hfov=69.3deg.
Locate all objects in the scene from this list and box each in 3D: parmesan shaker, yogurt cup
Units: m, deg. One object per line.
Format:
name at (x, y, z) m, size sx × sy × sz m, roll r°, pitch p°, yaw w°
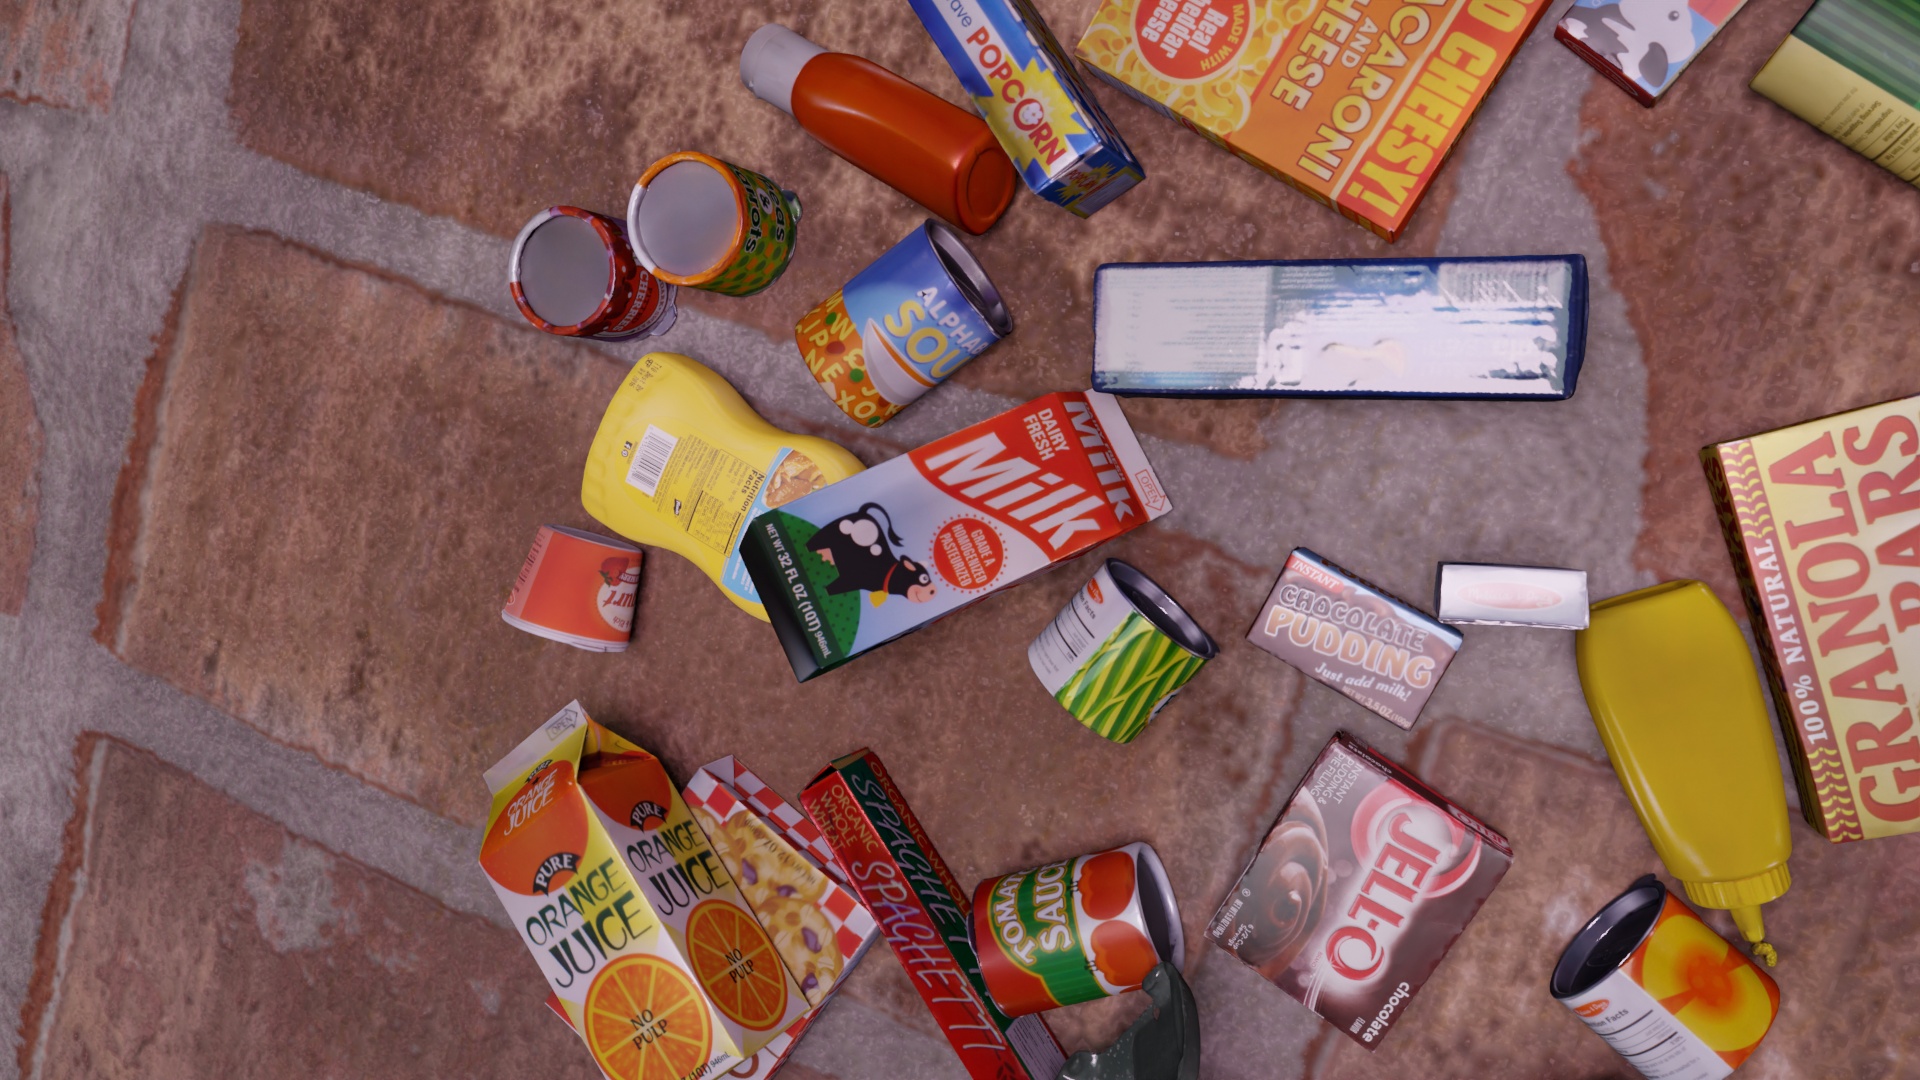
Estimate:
parmesan shaker at (0.368, -0.176, 0.526) m, size 0.103 × 0.071 × 0.071 m, roll 39°, pitch 105°, yaw 13°
yogurt cup at (-0.202, 0.024, 0.737) m, size 0.072 × 0.072 × 0.054 m, roll 17°, pitch 91°, yaw 17°

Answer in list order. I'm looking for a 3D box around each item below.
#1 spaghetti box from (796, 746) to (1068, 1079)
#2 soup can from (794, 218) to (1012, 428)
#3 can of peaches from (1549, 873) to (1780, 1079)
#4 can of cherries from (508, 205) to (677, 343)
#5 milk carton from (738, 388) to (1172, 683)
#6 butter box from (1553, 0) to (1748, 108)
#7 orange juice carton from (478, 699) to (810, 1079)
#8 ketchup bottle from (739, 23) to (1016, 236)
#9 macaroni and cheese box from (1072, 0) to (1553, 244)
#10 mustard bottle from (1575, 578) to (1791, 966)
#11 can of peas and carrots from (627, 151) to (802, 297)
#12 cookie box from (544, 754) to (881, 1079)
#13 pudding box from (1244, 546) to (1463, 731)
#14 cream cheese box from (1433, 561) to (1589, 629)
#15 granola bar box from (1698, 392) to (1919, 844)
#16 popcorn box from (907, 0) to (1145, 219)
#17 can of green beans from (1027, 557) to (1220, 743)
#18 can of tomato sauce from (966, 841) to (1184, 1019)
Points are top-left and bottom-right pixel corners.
spaghetti box at (0.003, 0.216, 0.685) m, size 0.028 × 0.050 × 0.250 m, roll -36°, pitch 81°, yaw 16°
soup can at (-0.027, -0.101, 0.666) m, size 0.083 × 0.071 × 0.071 m, roll -35°, pitch 82°, yaw 18°
can of peaches at (0.293, 0.184, 0.577) m, size 0.058 × 0.071 × 0.071 m, roll 42°, pitch 105°, yaw 12°
can of cherries at (-0.189, -0.137, 0.725) m, size 0.071 × 0.058 × 0.071 m, roll 1°, pitch 94°, yaw 19°
milk carton at (0.002, -0.008, 0.635) m, size 0.191 × 0.073 × 0.072 m, roll -25°, pitch 85°, yaw -17°
butter box at (0.301, -0.236, 0.570) m, size 0.053 × 0.024 × 0.103 m, roll 43°, pitch 105°, yaw 11°
orange juice carton at (-0.165, 0.177, 0.685) m, size 0.071 × 0.073 × 0.193 m, roll -37°, pitch 80°, yaw 16°
ketchup bottle at (-0.043, -0.204, 0.672) m, size 0.149 × 0.064 × 0.043 m, roll 35°, pitch 80°, yaw 22°
macaroni and cheese box at (0.154, -0.227, 0.613) m, size 0.166 × 0.040 × 0.123 m, roll 35°, pitch 103°, yaw 14°
mustard bottle at (0.306, 0.098, 0.576) m, size 0.065 × 0.049 × 0.160 m, roll -17°, pitch 88°, yaw 19°
can of peas and carrots at (-0.123, -0.159, 0.701) m, size 0.071 × 0.059 × 0.071 m, roll 1°, pitch 94°, yaw 19°
cookie box at (-0.127, 0.218, 0.735) m, size 0.123 × 0.040 × 0.167 m, roll 37°, pitch 103°, yaw 13°
pudding box at (0.177, 0.043, 0.626) m, size 0.084 × 0.030 × 0.049 m, roll 30°, pitch 101°, yaw 15°
cream cheese box at (0.223, 0.022, 0.570) m, size 0.053 × 0.104 × 0.024 m, roll 3°, pitch 91°, yaw 18°
granola bar box at (0.384, 0.025, 0.550) m, size 0.124 × 0.039 × 0.165 m, roll -15°, pitch 88°, yaw 18°
popcorn box at (0.028, -0.212, 0.632) m, size 0.038 × 0.085 × 0.127 m, roll -34°, pitch 83°, yaw 19°
can of green beans at (0.074, 0.051, 0.642) m, size 0.071 × 0.071 × 0.057 m, roll 44°, pitch 106°, yaw 11°
can of tomato sauce at (0.055, 0.182, 0.655) m, size 0.083 × 0.071 × 0.071 m, roll -19°, pitch 87°, yaw 18°
